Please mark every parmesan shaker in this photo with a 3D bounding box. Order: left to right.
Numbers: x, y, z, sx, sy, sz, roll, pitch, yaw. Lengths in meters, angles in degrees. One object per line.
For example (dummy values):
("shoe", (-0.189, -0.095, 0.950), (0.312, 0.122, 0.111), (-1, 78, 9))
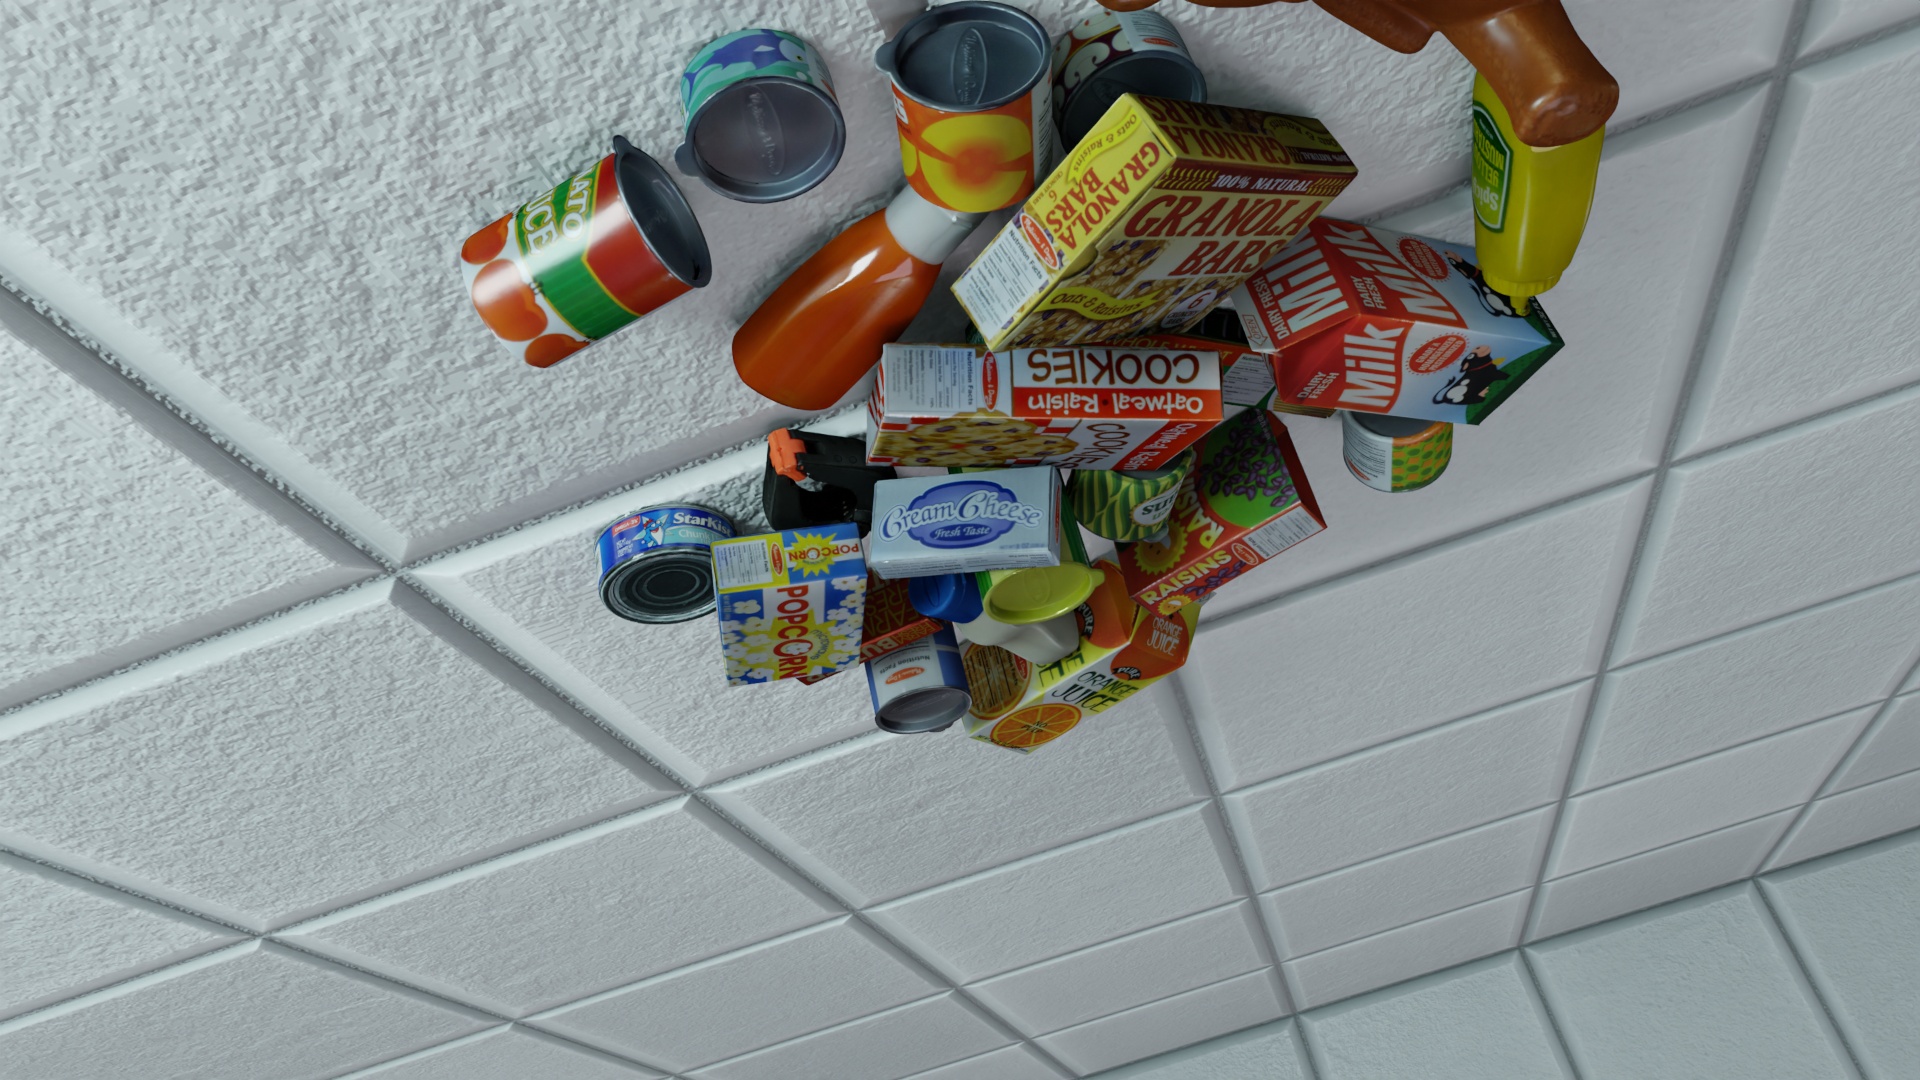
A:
("parmesan shaker", (0.037, -0.012, 0.812), (0.071, 0.103, 0.071), (-10, 148, -7))

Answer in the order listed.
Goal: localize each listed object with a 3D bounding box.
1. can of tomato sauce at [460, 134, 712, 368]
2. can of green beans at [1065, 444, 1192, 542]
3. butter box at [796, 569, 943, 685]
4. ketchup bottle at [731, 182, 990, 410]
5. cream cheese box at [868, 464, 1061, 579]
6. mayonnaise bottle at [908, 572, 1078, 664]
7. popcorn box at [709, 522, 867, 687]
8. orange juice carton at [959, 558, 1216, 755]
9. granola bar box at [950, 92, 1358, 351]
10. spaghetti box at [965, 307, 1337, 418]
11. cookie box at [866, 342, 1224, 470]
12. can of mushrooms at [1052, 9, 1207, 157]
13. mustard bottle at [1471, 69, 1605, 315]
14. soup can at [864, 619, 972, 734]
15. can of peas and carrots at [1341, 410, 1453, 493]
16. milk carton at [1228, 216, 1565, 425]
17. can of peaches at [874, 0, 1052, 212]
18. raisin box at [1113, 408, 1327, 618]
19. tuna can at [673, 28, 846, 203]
("can of tomato sauce", (-0.161, -0.122, 0.596), (0.083, 0.071, 0.071), (-25, 147, 16))
("can of green beans", (0.100, -0.042, 0.827), (0.071, 0.071, 0.057), (-7, 146, -13))
("butter box", (-0.066, 0.052, 0.914), (0.103, 0.053, 0.024), (-23, 149, 12))
("ketchup bottle", (-0.044, -0.122, 0.664), (0.065, 0.044, 0.148), (14, 138, -42))
("cream cheese box", (0.003, -0.010, 0.764), (0.104, 0.053, 0.024), (-4, 151, 14))
("mayonnaise bottle", (0.023, 0.042, 0.910), (0.041, 0.065, 0.148), (-31, 153, 26))
("popcorn box", (-0.102, 0.040, 0.826), (0.085, 0.038, 0.126), (-8, 151, -11))
("orange juice carton", (0.088, 0.076, 0.998), (0.192, 0.073, 0.072), (-34, 143, 27))
("granola bar box", (0.092, -0.142, 0.637), (0.166, 0.039, 0.123), (-14, 158, -48))
("spaghetti box", (0.121, -0.106, 0.772), (0.250, 0.029, 0.050), (4, 143, -28))
("cookie box", (0.039, -0.068, 0.722), (0.168, 0.040, 0.122), (0, 172, -8))
("can of mushrooms", (0.070, -0.195, 0.610), (0.071, 0.033, 0.070), (-11, 148, -7))
("mustard bottle", (0.282, -0.170, 0.689), (0.049, 0.065, 0.159), (-14, 136, 5))
("soup can", (-0.032, 0.081, 0.944), (0.071, 0.084, 0.071), (-11, 148, -7))
("can of peas and carrots", (0.270, -0.073, 0.852), (0.071, 0.071, 0.058), (-19, 147, 6))
("milk carton", (0.224, -0.119, 0.755), (0.191, 0.072, 0.073), (4, 143, -27))
("can of peaches", (0.003, -0.179, 0.577), (0.071, 0.071, 0.057), (-13, 148, -3))
("raisin box", (0.156, -0.018, 0.868), (0.123, 0.086, 0.040), (-32, 138, 24))
("tuna can", (-0.085, -0.175, 0.576), (0.071, 0.033, 0.070), (-11, 147, -7))
